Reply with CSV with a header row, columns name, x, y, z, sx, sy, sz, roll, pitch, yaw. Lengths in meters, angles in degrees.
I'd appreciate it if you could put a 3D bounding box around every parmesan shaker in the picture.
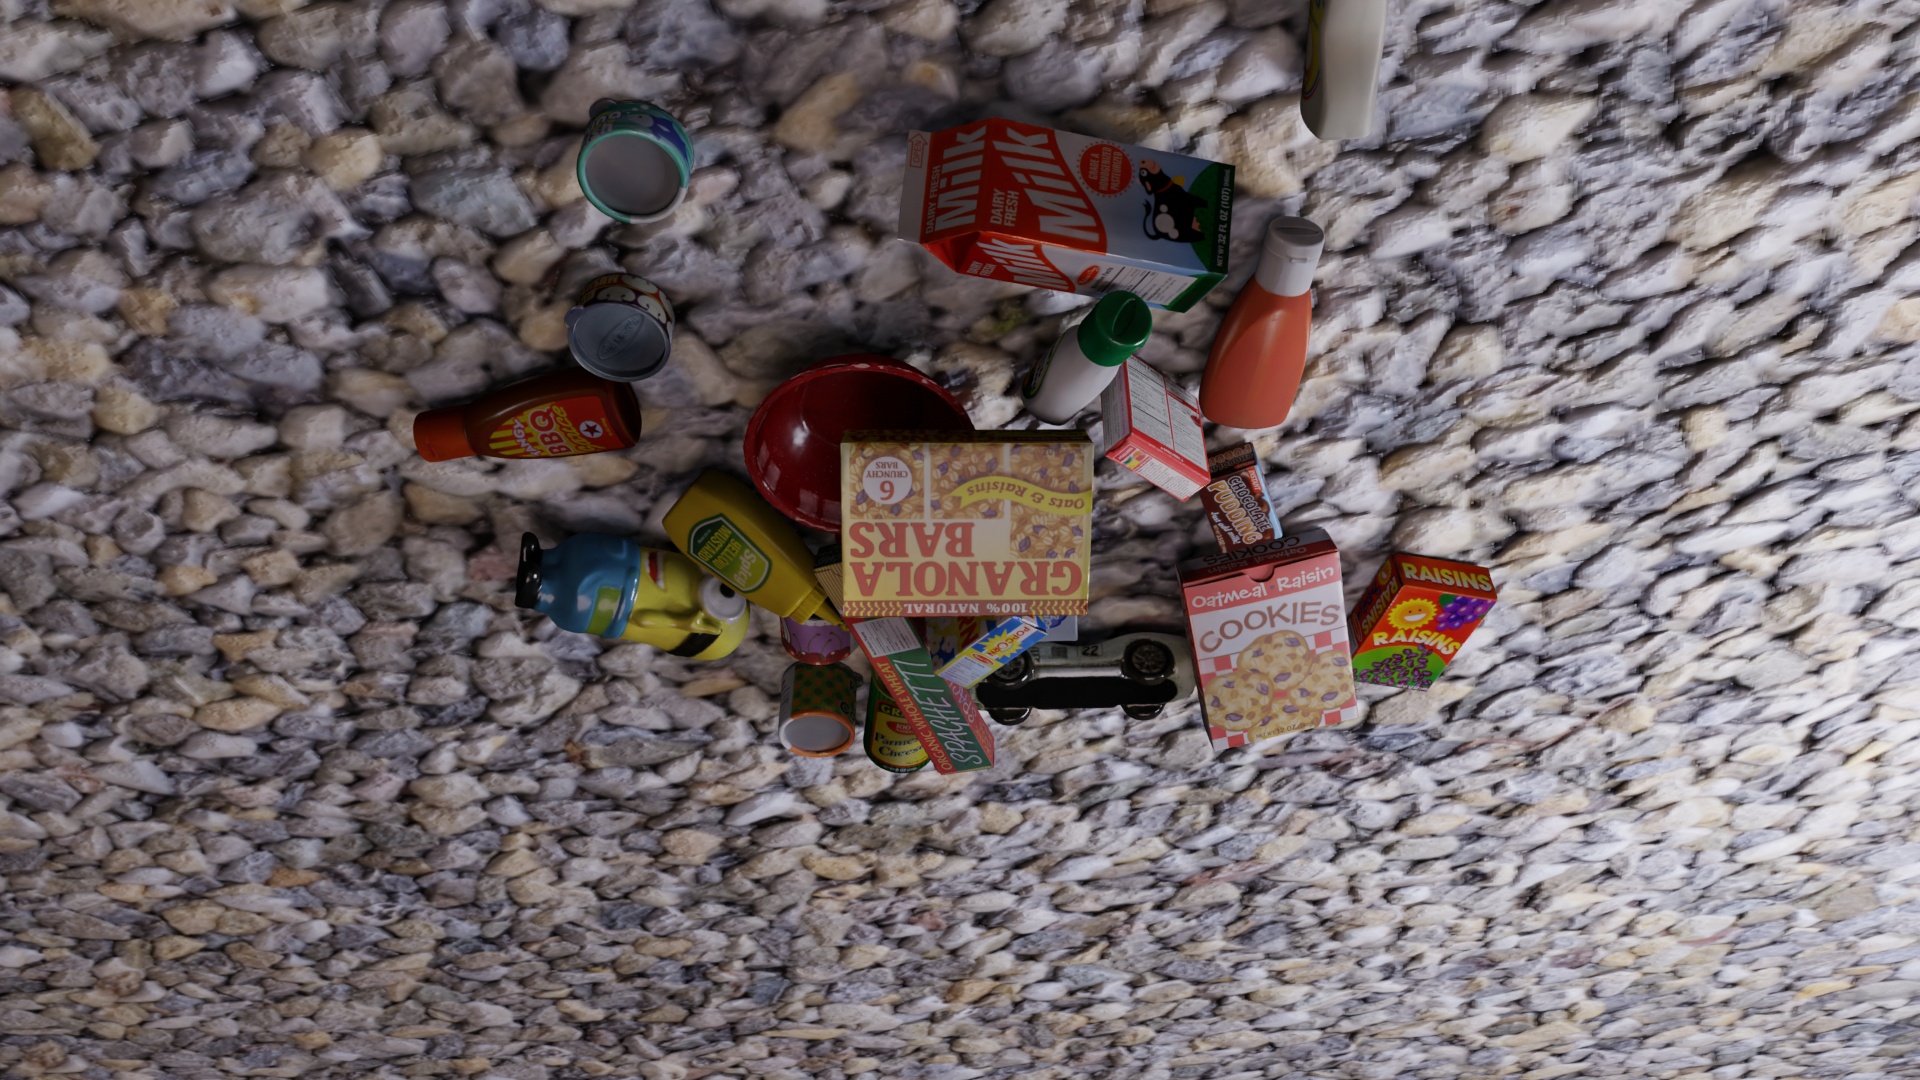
name,x,y,z,sx,sy,sz,roll,pitch,yaw
parmesan shaker,-0.044,0.144,1.187,0.071,0.072,0.102,4,135,-6

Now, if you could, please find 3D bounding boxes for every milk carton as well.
name,x,y,z,sx,sy,sz,roll,pitch,yaw
milk carton,0.059,-0.194,0.824,0.191,0.072,0.073,7,170,-10

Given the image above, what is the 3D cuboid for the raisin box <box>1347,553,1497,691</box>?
name,x,y,z,sx,sy,sz,roll,pitch,yaw
raisin box,0.371,0.068,1.144,0.086,0.040,0.122,9,136,-10

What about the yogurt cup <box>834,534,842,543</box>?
name,x,y,z,sx,sy,sz,roll,pitch,yaw
yogurt cup,-0.064,0.003,1.052,0.072,0.054,0.072,0,135,0

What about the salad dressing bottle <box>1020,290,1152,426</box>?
name,x,y,z,sx,sy,sz,roll,pitch,yaw
salad dressing bottle,0.080,-0.117,0.892,0.044,0.064,0.147,31,162,-6

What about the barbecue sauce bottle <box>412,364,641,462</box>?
name,x,y,z,sx,sy,sz,roll,pitch,yaw
barbecue sauce bottle,-0.302,-0.083,0.963,0.148,0.044,0.064,-8,138,7

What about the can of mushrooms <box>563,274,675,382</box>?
name,x,y,z,sx,sy,sz,roll,pitch,yaw
can of mushrooms,-0.224,-0.141,0.914,0.071,0.034,0.070,-1,136,-1

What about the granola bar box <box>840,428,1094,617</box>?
name,x,y,z,sx,sy,sz,roll,pitch,yaw
granola bar box,0.003,-0.012,0.935,0.166,0.039,0.123,0,108,-2

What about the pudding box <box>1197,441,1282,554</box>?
name,x,y,z,sx,sy,sz,roll,pitch,yaw
pudding box,0.207,-0.032,1.042,0.049,0.030,0.083,-17,134,13

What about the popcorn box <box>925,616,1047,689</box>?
name,x,y,z,sx,sy,sz,roll,pitch,yaw
popcorn box,0.013,0.034,1.033,0.038,0.127,0.085,27,128,-37

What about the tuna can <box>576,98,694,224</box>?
name,x,y,z,sx,sy,sz,roll,pitch,yaw
tuna can,-0.195,-0.226,0.828,0.071,0.033,0.070,-1,136,-1

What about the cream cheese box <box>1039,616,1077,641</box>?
name,x,y,z,sx,sy,sz,roll,pitch,yaw
cream cheese box,0.067,0.041,1.116,0.053,0.024,0.103,-3,135,1

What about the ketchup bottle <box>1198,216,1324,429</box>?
name,x,y,z,sx,sy,sz,roll,pitch,yaw
ketchup bottle,0.204,-0.142,0.921,0.065,0.044,0.148,3,135,-6

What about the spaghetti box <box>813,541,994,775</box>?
name,x,y,z,sx,sy,sz,roll,pitch,yaw
spaghetti box,-0.038,0.095,1.071,0.050,0.029,0.249,-13,130,18

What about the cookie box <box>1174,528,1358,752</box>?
name,x,y,z,sx,sy,sz,roll,pitch,yaw
cookie box,0.247,0.082,1.114,0.123,0.040,0.166,-14,119,2

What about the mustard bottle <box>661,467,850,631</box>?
name,x,y,z,sx,sy,sz,roll,pitch,yaw
mustard bottle,-0.143,0.016,1.029,0.160,0.049,0.065,39,121,-7

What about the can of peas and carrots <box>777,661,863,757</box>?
name,x,y,z,sx,sy,sz,roll,pitch,yaw
can of peas and carrots,-0.119,0.144,1.189,0.071,0.059,0.070,-1,136,-1

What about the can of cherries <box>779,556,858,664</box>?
name,x,y,z,sx,sy,sz,roll,pitch,yaw
can of cherries,-0.113,0.055,1.095,0.071,0.072,0.058,1,137,-2

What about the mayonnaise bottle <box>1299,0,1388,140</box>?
name,x,y,z,sx,sy,sz,roll,pitch,yaw
mayonnaise bottle,0.210,-0.297,0.753,0.041,0.065,0.147,-2,131,5
